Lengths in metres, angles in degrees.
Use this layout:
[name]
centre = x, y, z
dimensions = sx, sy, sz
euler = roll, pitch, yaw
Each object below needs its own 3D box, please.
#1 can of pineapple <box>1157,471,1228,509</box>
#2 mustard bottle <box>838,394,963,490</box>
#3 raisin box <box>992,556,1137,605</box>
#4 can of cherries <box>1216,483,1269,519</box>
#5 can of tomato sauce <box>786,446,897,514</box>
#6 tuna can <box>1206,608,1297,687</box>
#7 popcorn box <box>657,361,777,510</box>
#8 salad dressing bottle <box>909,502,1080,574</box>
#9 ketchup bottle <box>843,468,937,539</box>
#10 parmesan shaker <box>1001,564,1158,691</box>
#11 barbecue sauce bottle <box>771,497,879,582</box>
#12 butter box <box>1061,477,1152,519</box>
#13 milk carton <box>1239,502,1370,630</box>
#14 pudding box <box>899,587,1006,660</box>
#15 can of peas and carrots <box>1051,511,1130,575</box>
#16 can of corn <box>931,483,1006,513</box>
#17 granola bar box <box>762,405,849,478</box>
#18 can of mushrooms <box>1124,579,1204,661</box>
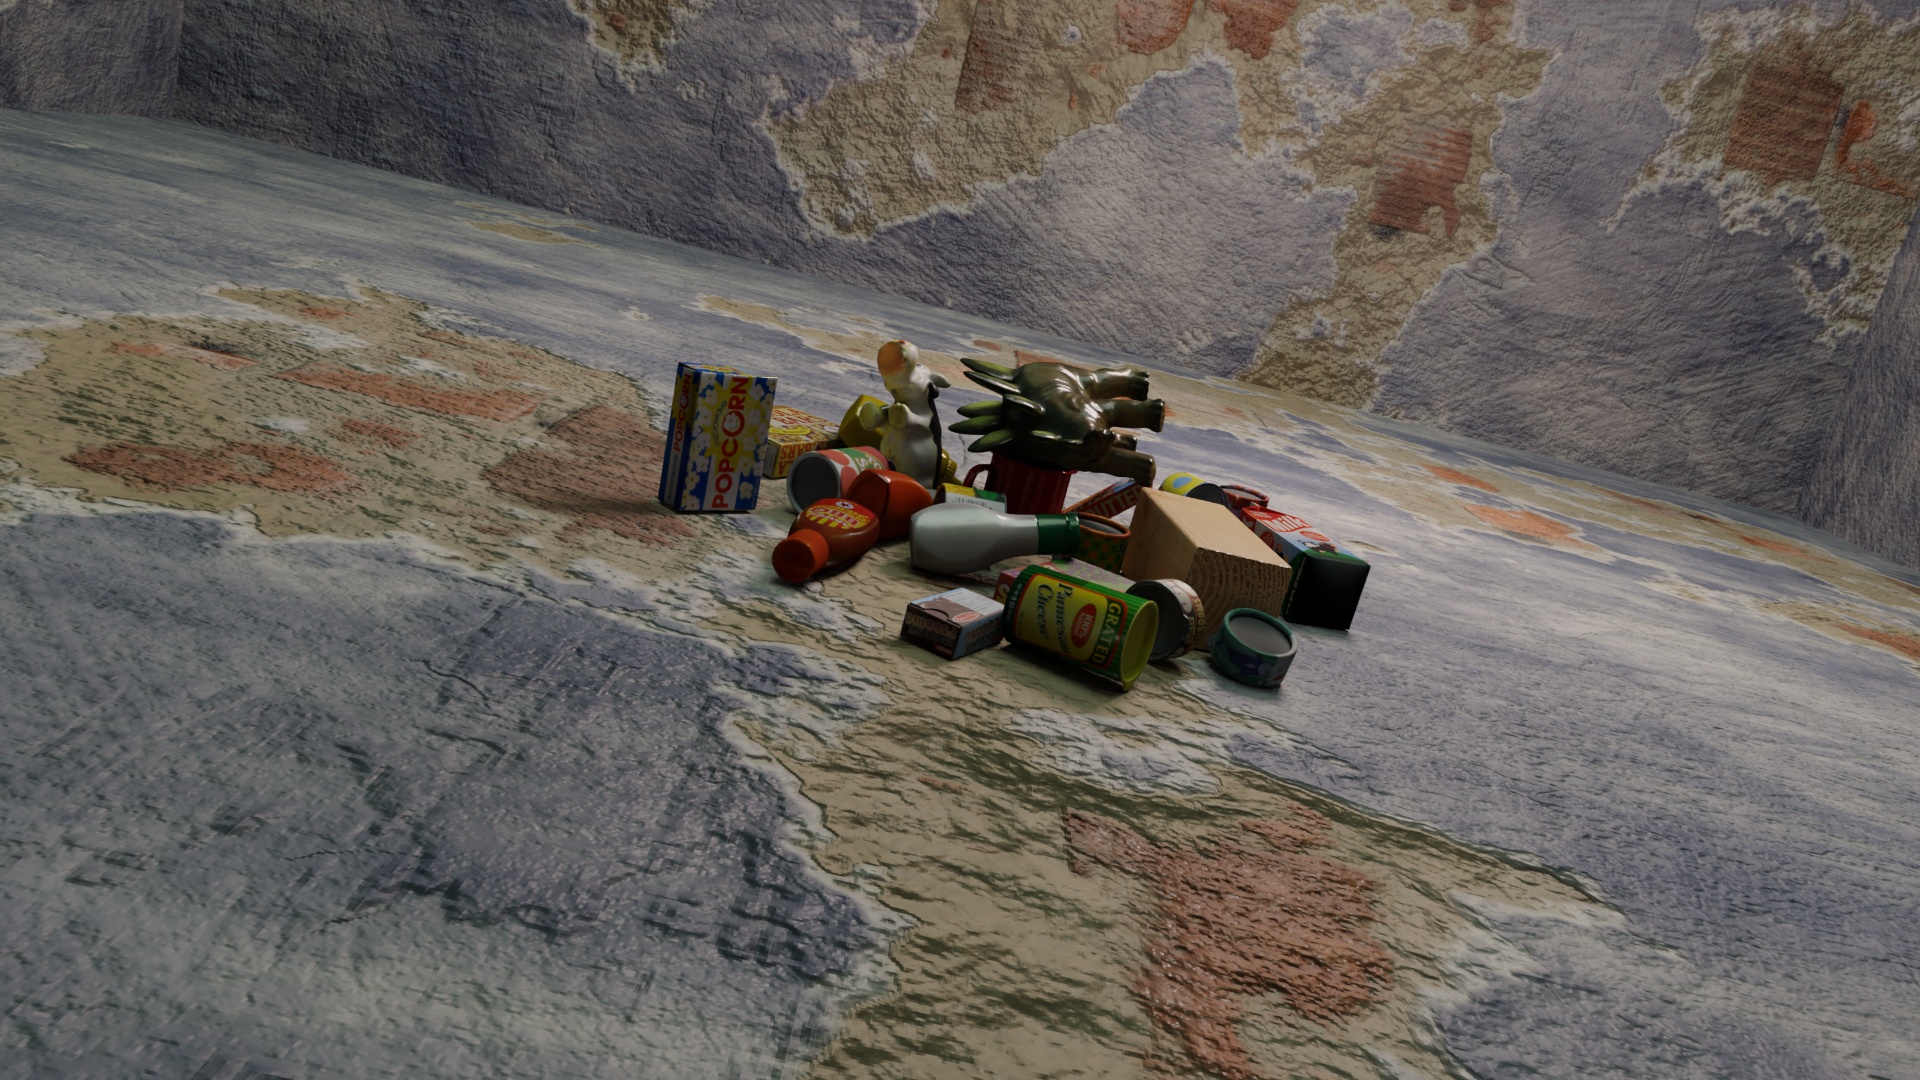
[can of pineapple]
centre = 0.265, -0.041, 1.606
dimensions = 0.071, 0.071, 0.058
euler = 7, 13, -26
[mustard bottle]
centre = -0.054, -0.094, 1.494
dimensions = 0.160, 0.048, 0.066
euler = 32, 36, -15
[raisin box]
centre = 0.094, 0.051, 1.172
dimensions = 0.086, 0.040, 0.124
euler = 23, 16, 28
[can of cherries]
centre = 0.328, -0.030, 1.639
dimensions = 0.071, 0.058, 0.072
euler = 13, 15, -3
[can of tomato sauce]
centre = -0.111, -0.054, 1.308
dimensions = 0.071, 0.071, 0.083
euler = 23, 18, 29
[tuna can]
centre = 0.241, 0.087, 1.151
dimensions = 0.071, 0.032, 0.071
euler = 13, 32, -8
[popcorn box]
centre = -0.215, -0.090, 1.231
dimensions = 0.085, 0.126, 0.038
euler = -1, 17, -46
[salad dressing bottle]
centre = 0.030, -0.003, 1.223
dimensions = 0.148, 0.064, 0.043
euler = -2, -24, -7
[ketchup bottle]
centre = -0.056, -0.032, 1.298
dimensions = 0.043, 0.064, 0.149
euler = 28, 10, 21
[parmesan shaker]
centre = 0.090, 0.066, 1.062
dimensions = 0.103, 0.071, 0.071
euler = 17, 15, 26
[barbecue sauce bottle]
centre = -0.115, 0.001, 1.153
dimensions = 0.065, 0.043, 0.149
euler = 17, 16, 8
[butter box]
centre = 0.152, -0.038, 1.458
dimensions = 0.103, 0.024, 0.053
euler = -28, 8, 13
[milk carton]
centre = 0.335, 0.021, 1.435
dimensions = 0.073, 0.072, 0.191
euler = 9, 16, -18
[pudding box]
centre = -0.003, 0.062, 1.059
dimensions = 0.050, 0.030, 0.084
euler = 23, 17, 25
[can of peas and carrots]
centre = 0.123, 0.011, 1.302
dimensions = 0.071, 0.058, 0.071
euler = 13, 15, -4
[can of corn]
centre = 0.005, -0.016, 1.283
dimensions = 0.058, 0.071, 0.071
euler = 10, 15, -13
[granola bar box]
centre = -0.195, -0.109, 1.485
dimensions = 0.124, 0.039, 0.166
euler = 21, 16, 26
[can of mushrooms]
centre = 0.165, 0.065, 1.130
dimensions = 0.071, 0.071, 0.033
euler = 26, 18, 39
